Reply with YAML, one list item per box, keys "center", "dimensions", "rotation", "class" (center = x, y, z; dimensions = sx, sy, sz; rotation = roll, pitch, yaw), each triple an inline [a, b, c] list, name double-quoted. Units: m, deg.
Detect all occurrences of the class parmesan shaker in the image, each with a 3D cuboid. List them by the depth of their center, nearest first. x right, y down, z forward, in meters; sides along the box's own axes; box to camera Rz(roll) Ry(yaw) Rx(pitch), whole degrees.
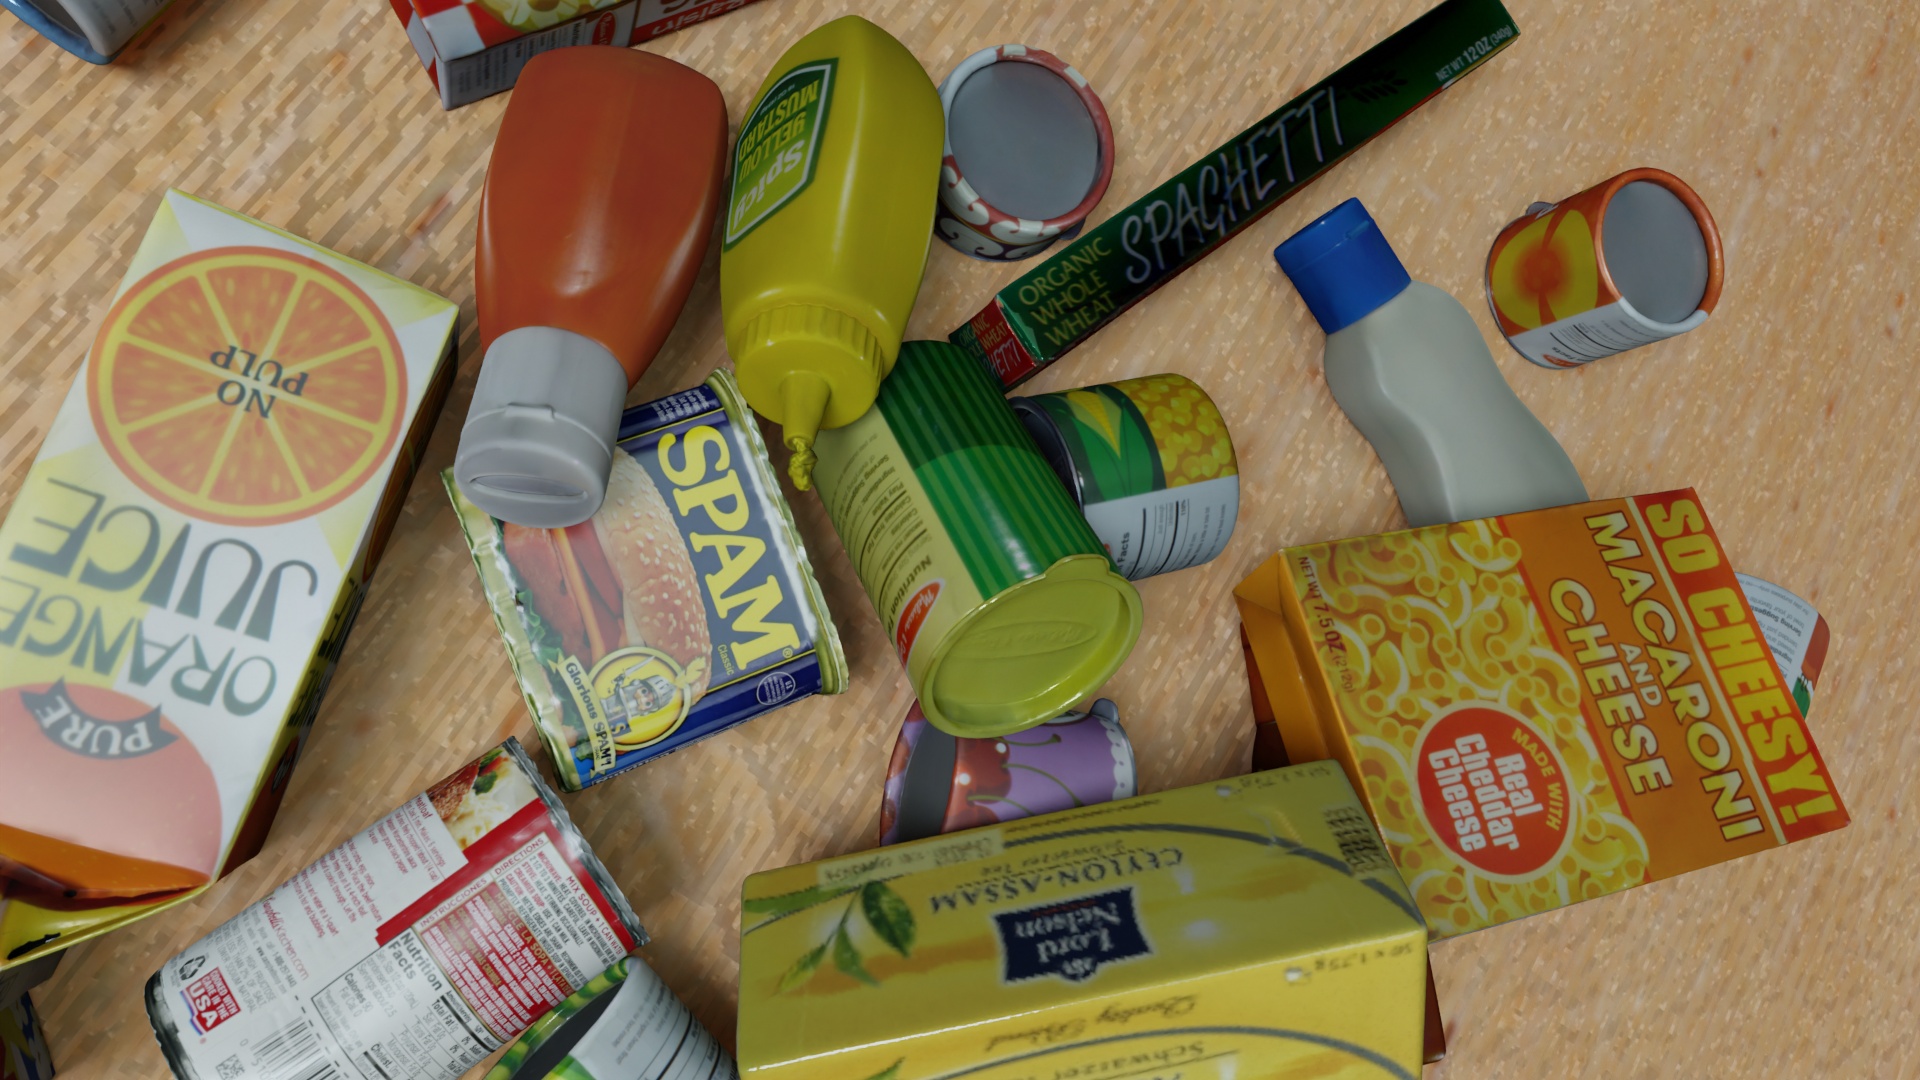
- center: [0.001, -0.005, 0.403]
  dimensions: [0.071, 0.071, 0.103]
  rotation: [-11, 48, -22]
  class: "parmesan shaker"

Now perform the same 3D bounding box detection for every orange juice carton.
- center: [-0.196, 0.020, 0.349]
  dimensions: [0.073, 0.071, 0.193]
  rotation: [21, 76, -16]
  class: "orange juice carton"

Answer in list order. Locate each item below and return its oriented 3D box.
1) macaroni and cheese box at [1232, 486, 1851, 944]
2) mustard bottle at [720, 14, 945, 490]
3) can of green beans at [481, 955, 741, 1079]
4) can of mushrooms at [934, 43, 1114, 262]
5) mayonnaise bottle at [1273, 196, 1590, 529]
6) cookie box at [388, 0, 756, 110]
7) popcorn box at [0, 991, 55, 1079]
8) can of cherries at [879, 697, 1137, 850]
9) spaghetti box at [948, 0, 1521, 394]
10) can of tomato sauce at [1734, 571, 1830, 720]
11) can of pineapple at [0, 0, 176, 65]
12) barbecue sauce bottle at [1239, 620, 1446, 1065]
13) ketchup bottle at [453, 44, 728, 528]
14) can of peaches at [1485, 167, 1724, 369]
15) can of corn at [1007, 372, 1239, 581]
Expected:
- center: [0.186, 0.053, 0.450]
  dimensions: [0.167, 0.040, 0.124]
  rotation: [-8, 69, -19]
  class: "macaroni and cheese box"
- center: [-0.039, -0.082, 0.400]
  dimensions: [0.049, 0.065, 0.161]
  rotation: [31, 45, -35]
  class: "mustard bottle"
- center: [-0.093, 0.156, 0.373]
  dimensions: [0.071, 0.071, 0.058]
  rotation: [-43, 98, -20]
  class: "can of green beans"
- center: [0.019, -0.130, 0.472]
  dimensions: [0.071, 0.033, 0.071]
  rotation: [3, 81, -20]
  class: "can of mushrooms"
- center: [0.172, -0.056, 0.517]
  dimensions: [0.065, 0.041, 0.148]
  rotation: [-36, 95, -21]
  class: "mayonnaise bottle"
- center: [-0.110, -0.223, 0.433]
  dimensions: [0.168, 0.040, 0.123]
  rotation: [-29, 94, -21]
  class: "cookie box"
- center: [-0.253, 0.081, 0.312]
  dimensions: [0.038, 0.085, 0.126]
  rotation: [-19, 90, -21]
  class: "popcorn box"
- center: [0.013, 0.078, 0.425]
  dimensions: [0.058, 0.071, 0.071]
  rotation: [15, 78, -17]
  class: "can of cherries"
- center: [0.102, -0.128, 0.495]
  dimensions: [0.251, 0.050, 0.028]
  rotation: [-36, 95, -21]
  class: "spaghetti box"
- center: [0.283, 0.063, 0.529]
  dimensions: [0.071, 0.071, 0.083]
  rotation: [36, 69, -13]
  class: "can of tomato sauce"
- center: [-0.234, -0.170, 0.365]
  dimensions: [0.071, 0.071, 0.058]
  rotation: [39, 72, -12]
  class: "can of pineapple"
- center: [0.124, 0.097, 0.468]
  dimensions: [0.044, 0.064, 0.149]
  rotation: [-3, 75, -12]
  class: "barbecue sauce bottle"
- center: [-0.103, -0.074, 0.381]
  dimensions: [0.065, 0.043, 0.149]
  rotation: [6, 54, -6]
  class: "ketchup bottle"
- center: [0.252, -0.108, 0.545]
  dimensions: [0.071, 0.058, 0.071]
  rotation: [3, 83, -20]
  class: "can of peaches"
- center: [0.047, -0.020, 0.452]
  dimensions: [0.058, 0.071, 0.071]
  rotation: [-12, 87, -22]
  class: "can of corn"
